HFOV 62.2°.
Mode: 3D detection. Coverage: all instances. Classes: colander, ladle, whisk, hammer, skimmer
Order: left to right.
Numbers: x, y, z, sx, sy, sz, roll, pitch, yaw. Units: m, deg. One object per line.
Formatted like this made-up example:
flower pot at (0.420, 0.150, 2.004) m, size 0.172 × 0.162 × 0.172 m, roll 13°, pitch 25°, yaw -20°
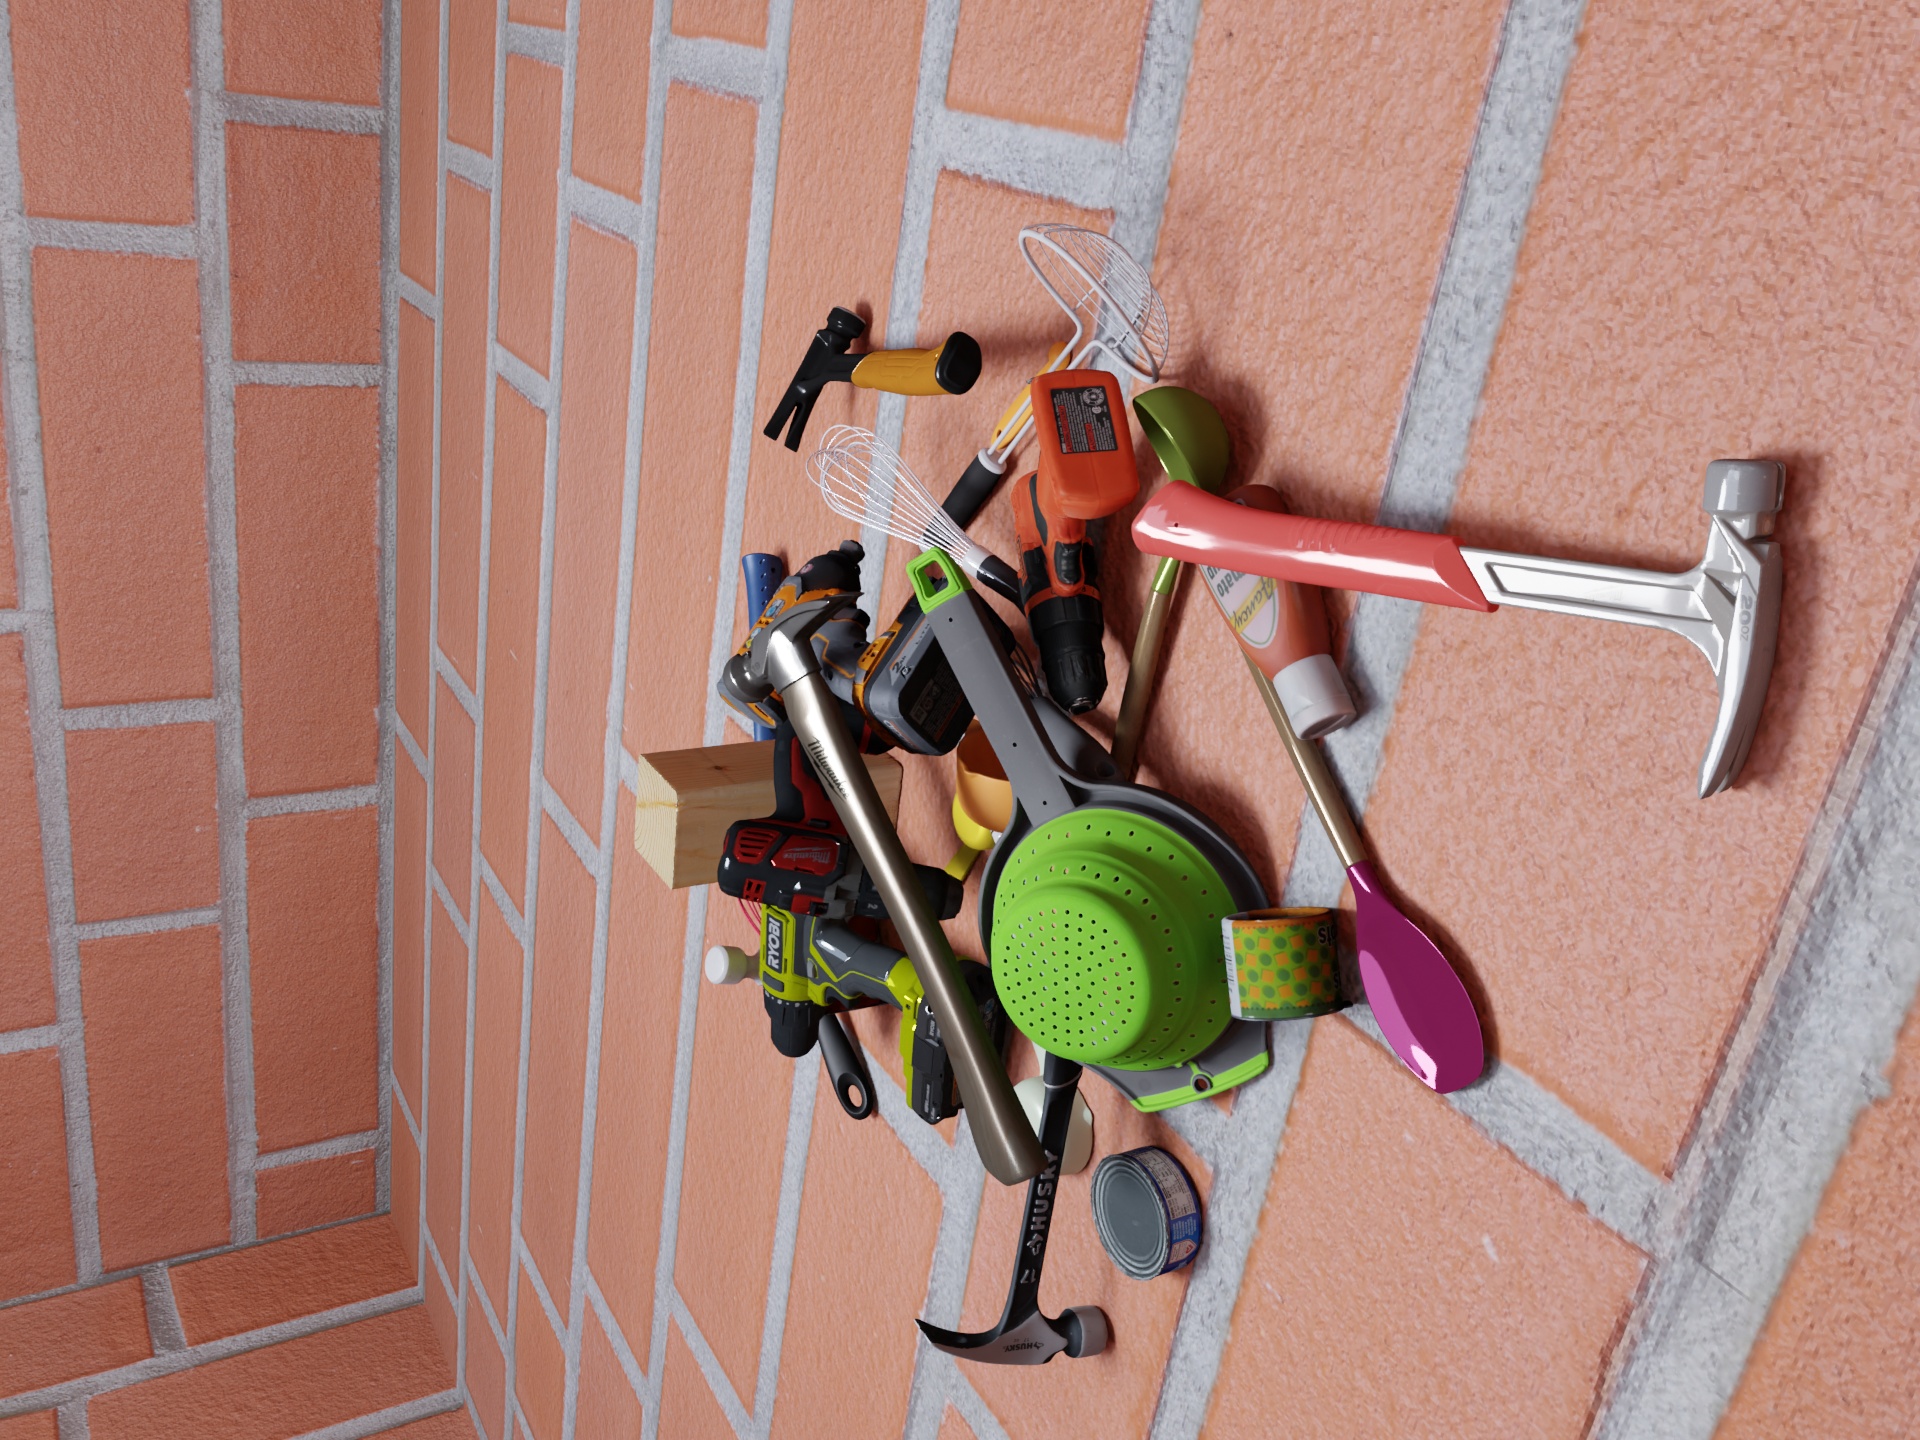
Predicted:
hammer at (-0.173, 0.042, 1.476) m, size 0.035 × 0.144 × 0.406 m, roll -18°, pitch 69°, yaw 44°
whisk at (-0.146, 0.237, 1.503) m, size 0.073 × 0.073 × 0.296 m, roll -48°, pitch 61°, yaw 50°
hammer at (-0.066, -0.261, 1.213) m, size 0.127 × 0.034 × 0.337 m, roll -61°, pitch 25°, yaw -1°
hammer at (-0.035, 0.114, 1.070) m, size 0.146 × 0.038 × 0.411 m, roll -32°, pitch 81°, yaw 48°
whisk at (-0.009, -0.132, 1.174) m, size 0.285 × 0.070 × 0.070 m, roll 38°, pitch 129°, yaw 26°
skimmer at (0.031, -0.206, 1.113) m, size 0.127 × 0.090 × 0.363 m, roll 46°, pitch 143°, yaw 3°
whisk at (0.053, -0.006, 1.129) m, size 0.239 × 0.055 × 0.055 m, roll 48°, pitch 133°, yaw 53°
colander at (0.049, 0.074, 1.001) m, size 0.204 × 0.094 × 0.397 m, roll -29°, pitch 86°, yaw 31°
hammer at (0.064, 0.268, 1.122) m, size 0.036 × 0.149 × 0.409 m, roll 27°, pitch 111°, yaw 62°
ladle at (0.115, -0.062, 1.037) m, size 0.078 × 0.062 × 0.320 m, roll -119°, pitch 34°, yaw -55°
hammer at (0.231, -0.071, 0.819) m, size 0.359 × 0.036 × 0.149 m, roll 16°, pitch 108°, yaw 47°

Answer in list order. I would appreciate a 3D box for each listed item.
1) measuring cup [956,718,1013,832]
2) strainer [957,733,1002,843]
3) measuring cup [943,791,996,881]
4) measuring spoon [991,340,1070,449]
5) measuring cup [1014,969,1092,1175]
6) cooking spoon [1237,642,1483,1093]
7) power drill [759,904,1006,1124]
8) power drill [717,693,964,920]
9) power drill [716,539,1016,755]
measuring cup at (0.013, 0.029, 1.170) m, size 0.174 × 0.095 × 0.052 m, roll 28°, pitch 128°, yaw 44°
strainer at (-0.002, -0.004, 1.231) m, size 0.087 × 0.050 × 0.259 m, roll -39°, pitch 58°, yaw 30°
measuring cup at (-0.003, 0.105, 1.273) m, size 0.062 × 0.029 × 0.156 m, roll 62°, pitch 140°, yaw 31°
measuring spoon at (0.047, -0.234, 1.156) m, size 0.117 × 0.011 × 0.021 m, roll -47°, pitch 56°, yaw 51°
measuring cup at (0.051, 0.263, 1.206) m, size 0.083 × 0.038 × 0.168 m, roll -35°, pitch 66°, yaw 55°
cooking spoon at (0.219, 0.061, 0.921) m, size 0.068 × 0.017 × 0.319 m, roll -49°, pitch 55°, yaw 49°
power drill at (-0.077, 0.231, 1.302) m, size 0.229 × 0.080 × 0.190 m, roll 24°, pitch 123°, yaw 34°
power drill at (-0.083, 0.058, 1.266) m, size 0.080 × 0.188 × 0.227 m, roll 107°, pitch 172°, yaw -51°
power drill at (-0.069, -0.063, 1.184) m, size 0.227 × 0.084 × 0.164 m, roll 11°, pitch 64°, yaw 47°
